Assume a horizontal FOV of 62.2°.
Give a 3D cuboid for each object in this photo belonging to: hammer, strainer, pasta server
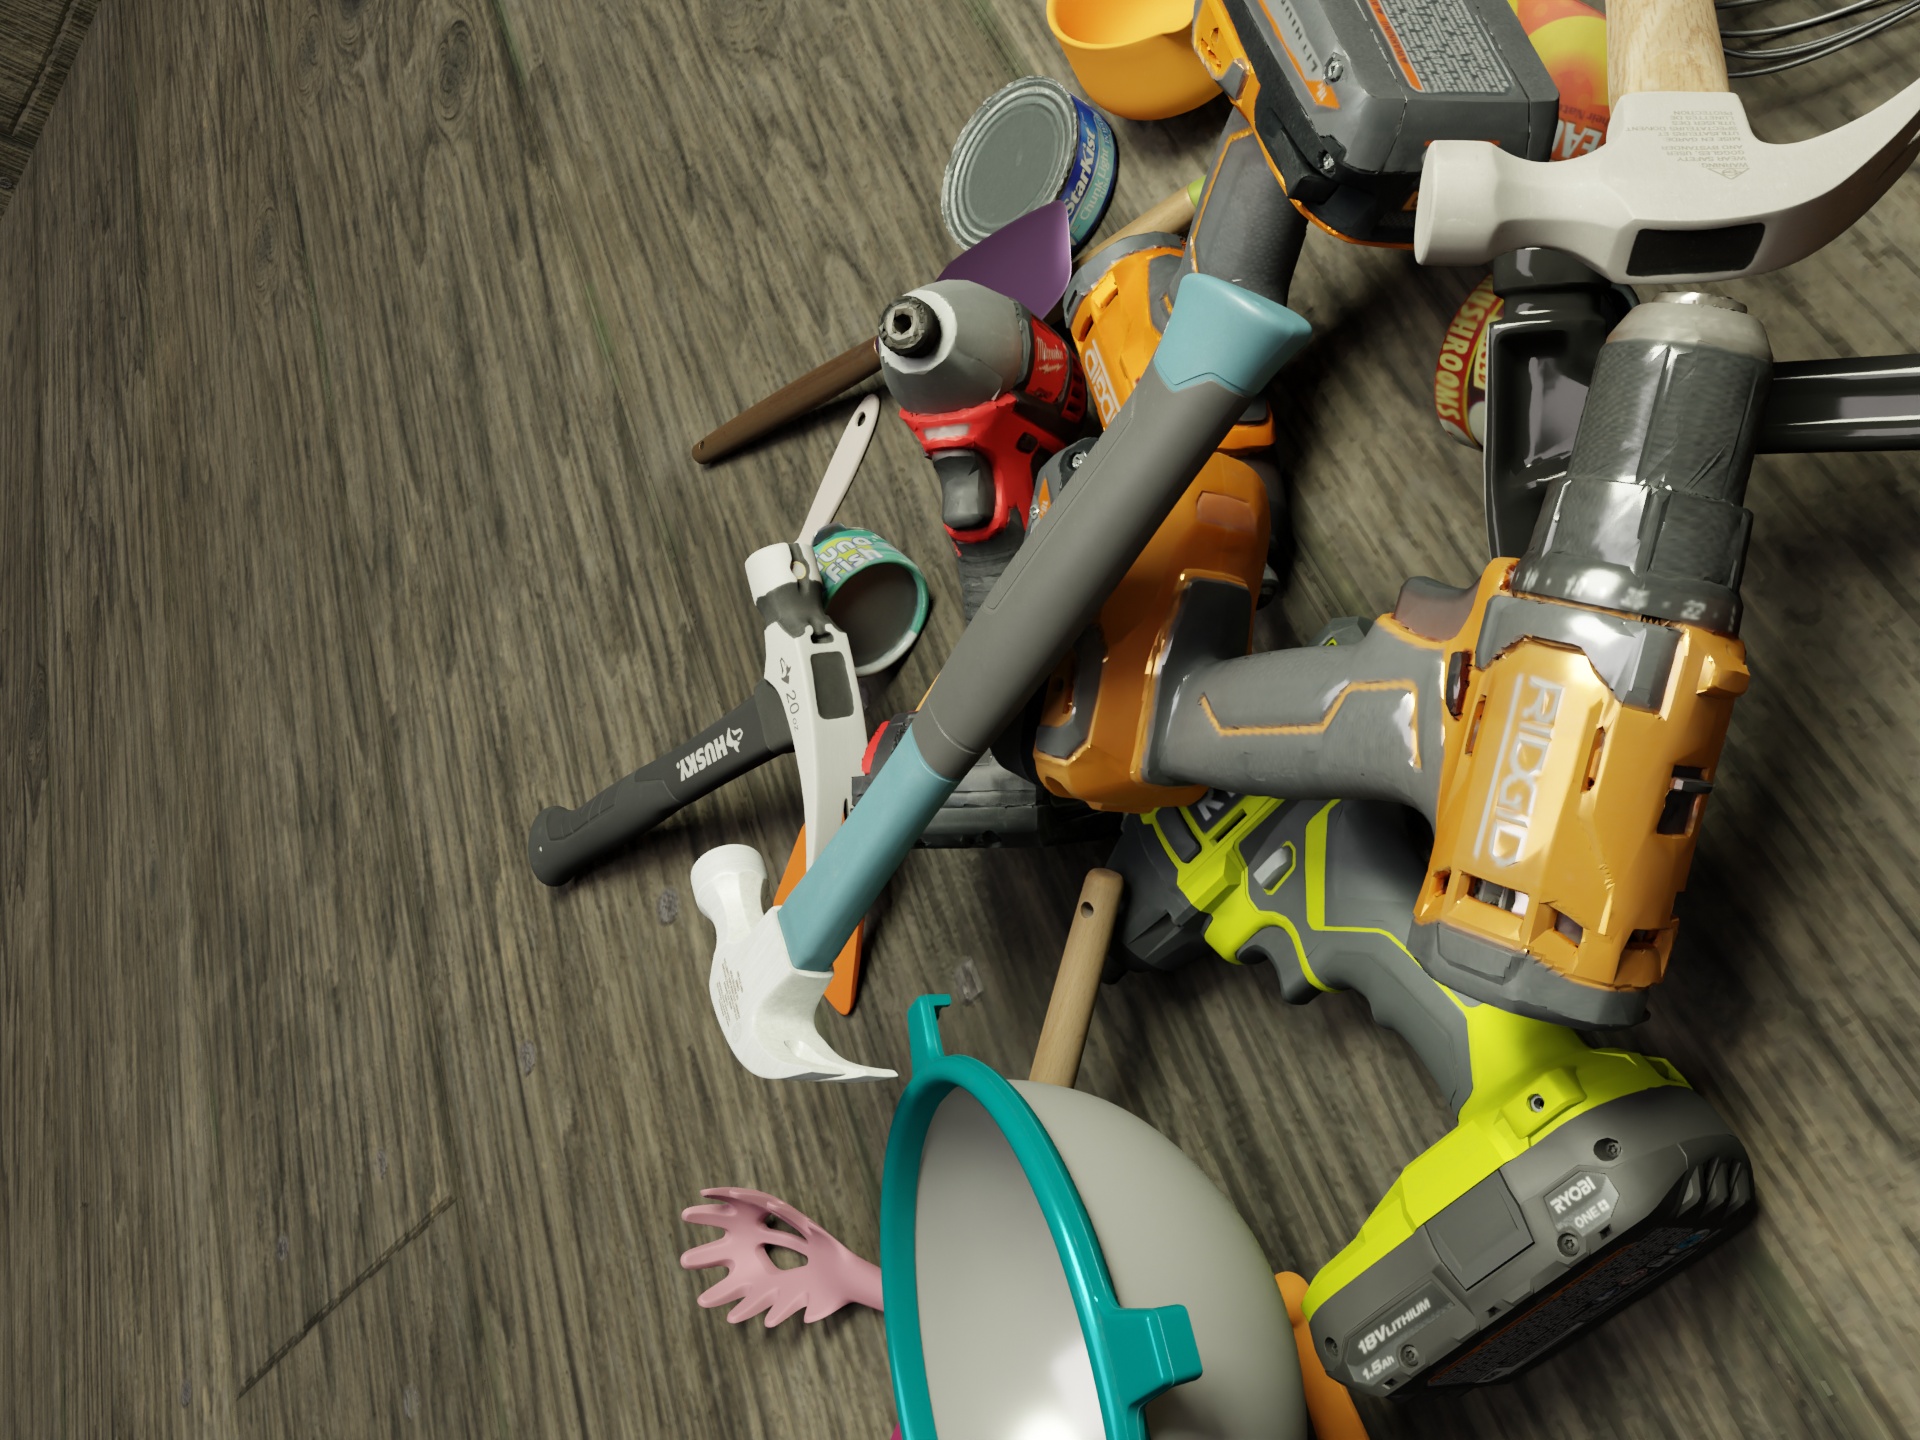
[{"bbox_3d":[-0.001,-0.002,0.509,0.331,0.033,0.128,-55,40,32],"label":"hammer"},{"bbox_3d":[0.205,-0.254,0.472,0.130,0.031,0.332,5,59,10],"label":"hammer"},{"bbox_3d":[-0.148,0.038,0.817,0.335,0.035,0.146,-27,75,50],"label":"hammer"},{"bbox_3d":[0.047,0.269,0.530,0.211,0.095,0.340,-140,48,-63],"label":"strainer"},{"bbox_3d":[-0.007,0.250,0.655,0.316,0.040,0.060,3,92,45],"label":"pasta server"},{"bbox_3d":[0.297,-0.071,0.388,0.337,0.034,0.127,4,100,37],"label":"hammer"}]

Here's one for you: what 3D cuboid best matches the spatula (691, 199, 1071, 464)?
[{"bbox_3d":[-0.053,-0.178,0.807,0.316,0.018,0.060,-13,75,50],"label":"spatula"}]

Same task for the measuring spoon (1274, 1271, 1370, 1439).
[{"bbox_3d":[0.128,0.245,0.538,0.021,0.011,0.117,-39,54,32],"label":"measuring spoon"}]

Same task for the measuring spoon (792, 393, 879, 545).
[{"bbox_3d":[-0.076,-0.117,0.837,0.034,0.018,0.124,39,106,44],"label":"measuring spoon"}]

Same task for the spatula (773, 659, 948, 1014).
[{"bbox_3d":[0.000,-0.010,0.731,0.322,0.041,0.081,-56,48,14],"label":"spatula"}]

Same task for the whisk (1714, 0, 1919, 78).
[{"bbox_3d":[0.319,-0.231,0.449,0.239,0.055,0.055,3,81,41],"label":"whisk"}]

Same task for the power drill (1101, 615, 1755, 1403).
[{"bbox_3d":[0.132,0.097,0.531,0.171,0.080,0.223,-48,46,26],"label":"power drill"}]

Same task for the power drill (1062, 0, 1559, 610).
[{"bbox_3d":[0.110,-0.153,0.563,0.226,0.084,0.164,117,142,-59],"label":"power drill"}]

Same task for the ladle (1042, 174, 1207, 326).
[{"bbox_3d":[0.074,-0.219,0.686,0.320,0.062,0.078,-26,41,42],"label":"ladle"}]

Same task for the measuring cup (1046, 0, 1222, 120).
[{"bbox_3d":[0.123,-0.320,0.675,0.173,0.052,0.095,-27,52,9],"label":"measuring cup"}]

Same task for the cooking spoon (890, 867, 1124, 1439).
[{"bbox_3d":[0.017,0.206,0.608,0.069,0.017,0.319,23,106,38],"label":"cooking spoon"}]

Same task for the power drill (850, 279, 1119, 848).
[{"bbox_3d":[0.008,-0.060,0.629,0.078,0.143,0.220,-3,87,22],"label":"power drill"}]

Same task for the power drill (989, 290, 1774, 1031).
[{"bbox_3d":[0.117,-0.034,0.468,0.226,0.084,0.185,21,102,49],"label":"power drill"}]
